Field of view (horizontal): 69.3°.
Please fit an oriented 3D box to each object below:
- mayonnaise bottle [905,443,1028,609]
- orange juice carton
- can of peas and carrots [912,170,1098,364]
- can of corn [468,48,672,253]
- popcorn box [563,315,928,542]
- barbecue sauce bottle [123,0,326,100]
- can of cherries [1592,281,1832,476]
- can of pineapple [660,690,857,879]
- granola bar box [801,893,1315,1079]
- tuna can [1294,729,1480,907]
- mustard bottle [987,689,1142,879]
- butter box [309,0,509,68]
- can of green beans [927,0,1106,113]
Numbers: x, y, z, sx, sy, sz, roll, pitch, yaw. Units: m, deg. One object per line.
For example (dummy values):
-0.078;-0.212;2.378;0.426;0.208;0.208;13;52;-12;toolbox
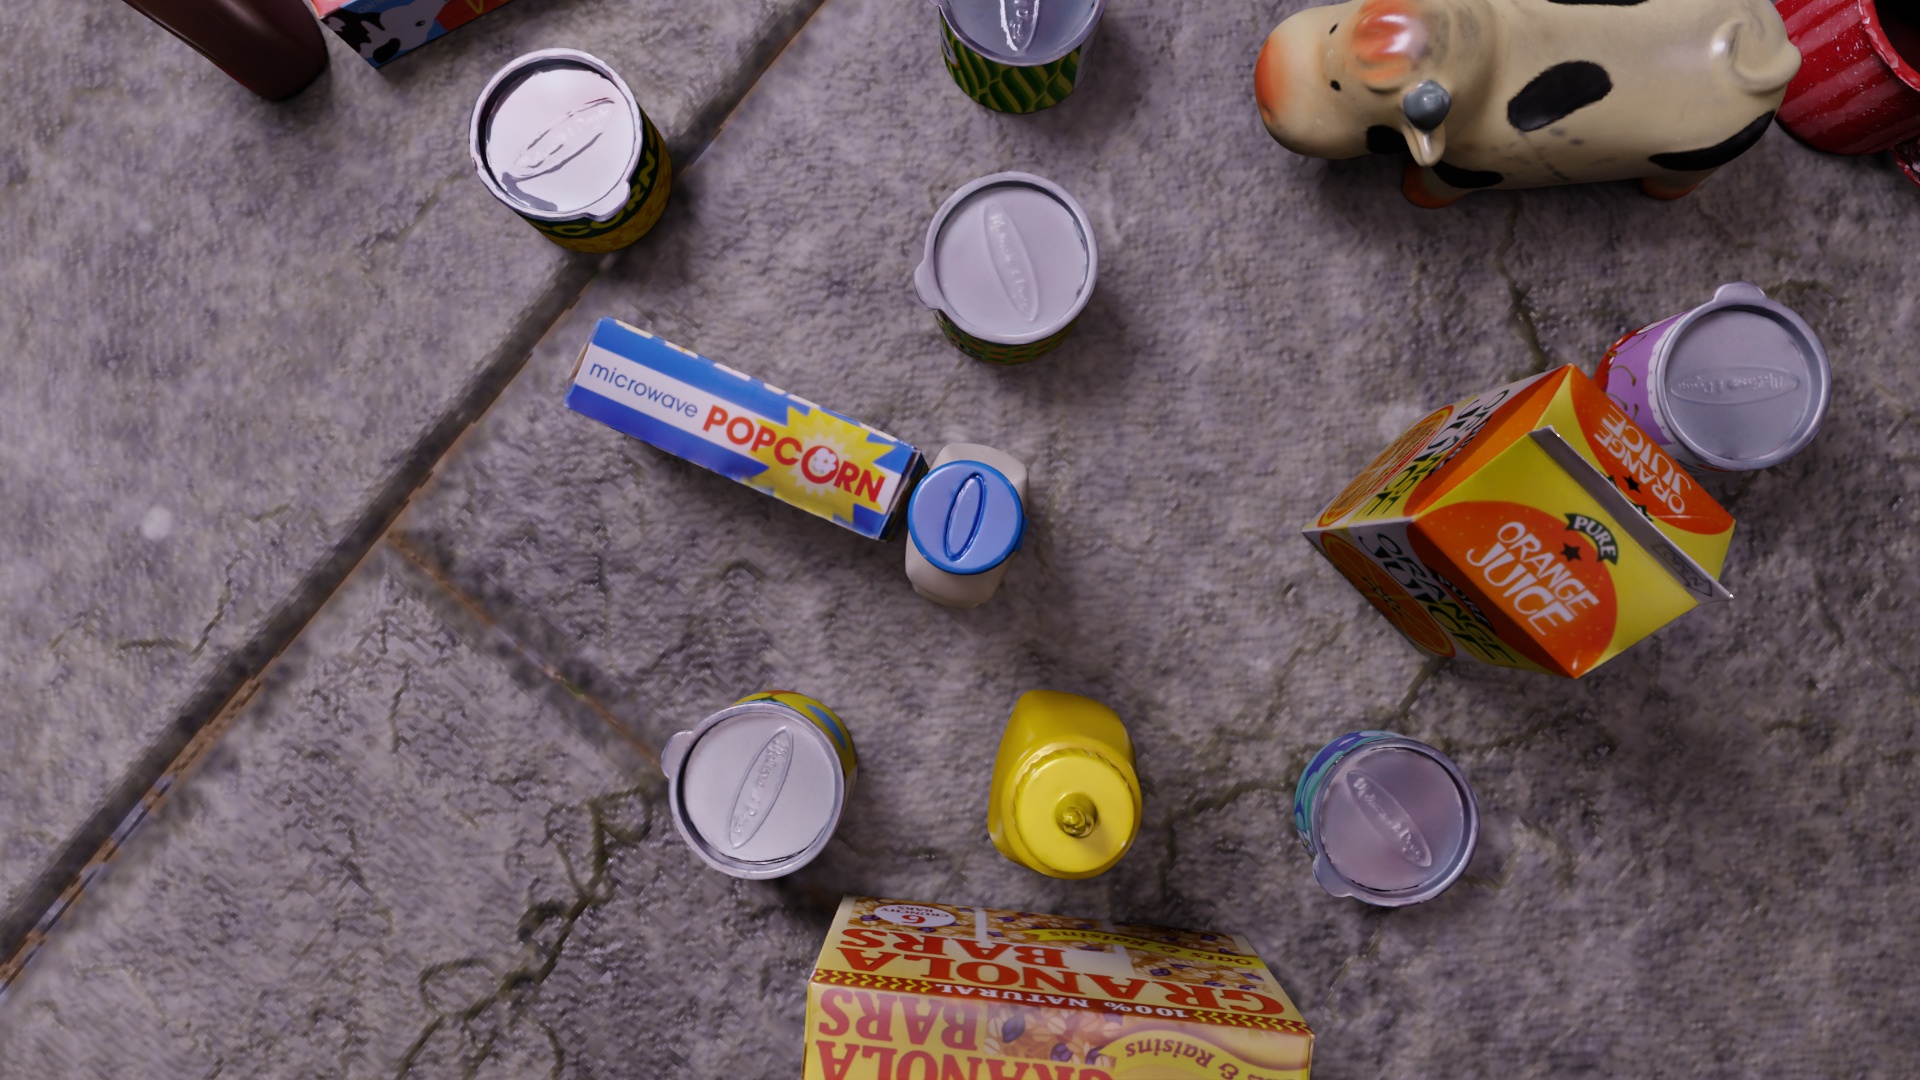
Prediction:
0.002;-0.006;0.502;0.041;0.148;0.064;17;89;1;mayonnaise bottle
0.189;-0.006;0.479;0.073;0.192;0.072;-45;89;-1;orange juice carton
0.017;-0.105;0.550;0.071;0.058;0.071;0;88;0;can of peas and carrots
-0.151;-0.151;0.552;0.071;0.058;0.071;0;88;0;can of corn
-0.078;-0.040;0.535;0.127;0.085;0.038;23;89;1;popcorn box
-0.293;-0.215;0.510;0.043;0.148;0.065;-41;89;-1;barbecue sauce bottle
0.293;-0.061;0.548;0.071;0.058;0.071;0;88;0;can of cherries
-0.077;0.092;0.544;0.071;0.058;0.071;0;88;0;can of pineapple
0.032;0.170;0.508;0.166;0.124;0.039;6;89;0;granola bar box
0.167;0.112;0.555;0.071;0.033;0.071;0;88;0;tuna can
0.037;0.090;0.492;0.049;0.160;0.065;14;89;1;mustard bottle
-0.205;-0.231;0.558;0.103;0.053;0.024;-27;89;-1;butter box
0.024;-0.212;0.554;0.071;0.058;0.071;0;88;0;can of green beans
